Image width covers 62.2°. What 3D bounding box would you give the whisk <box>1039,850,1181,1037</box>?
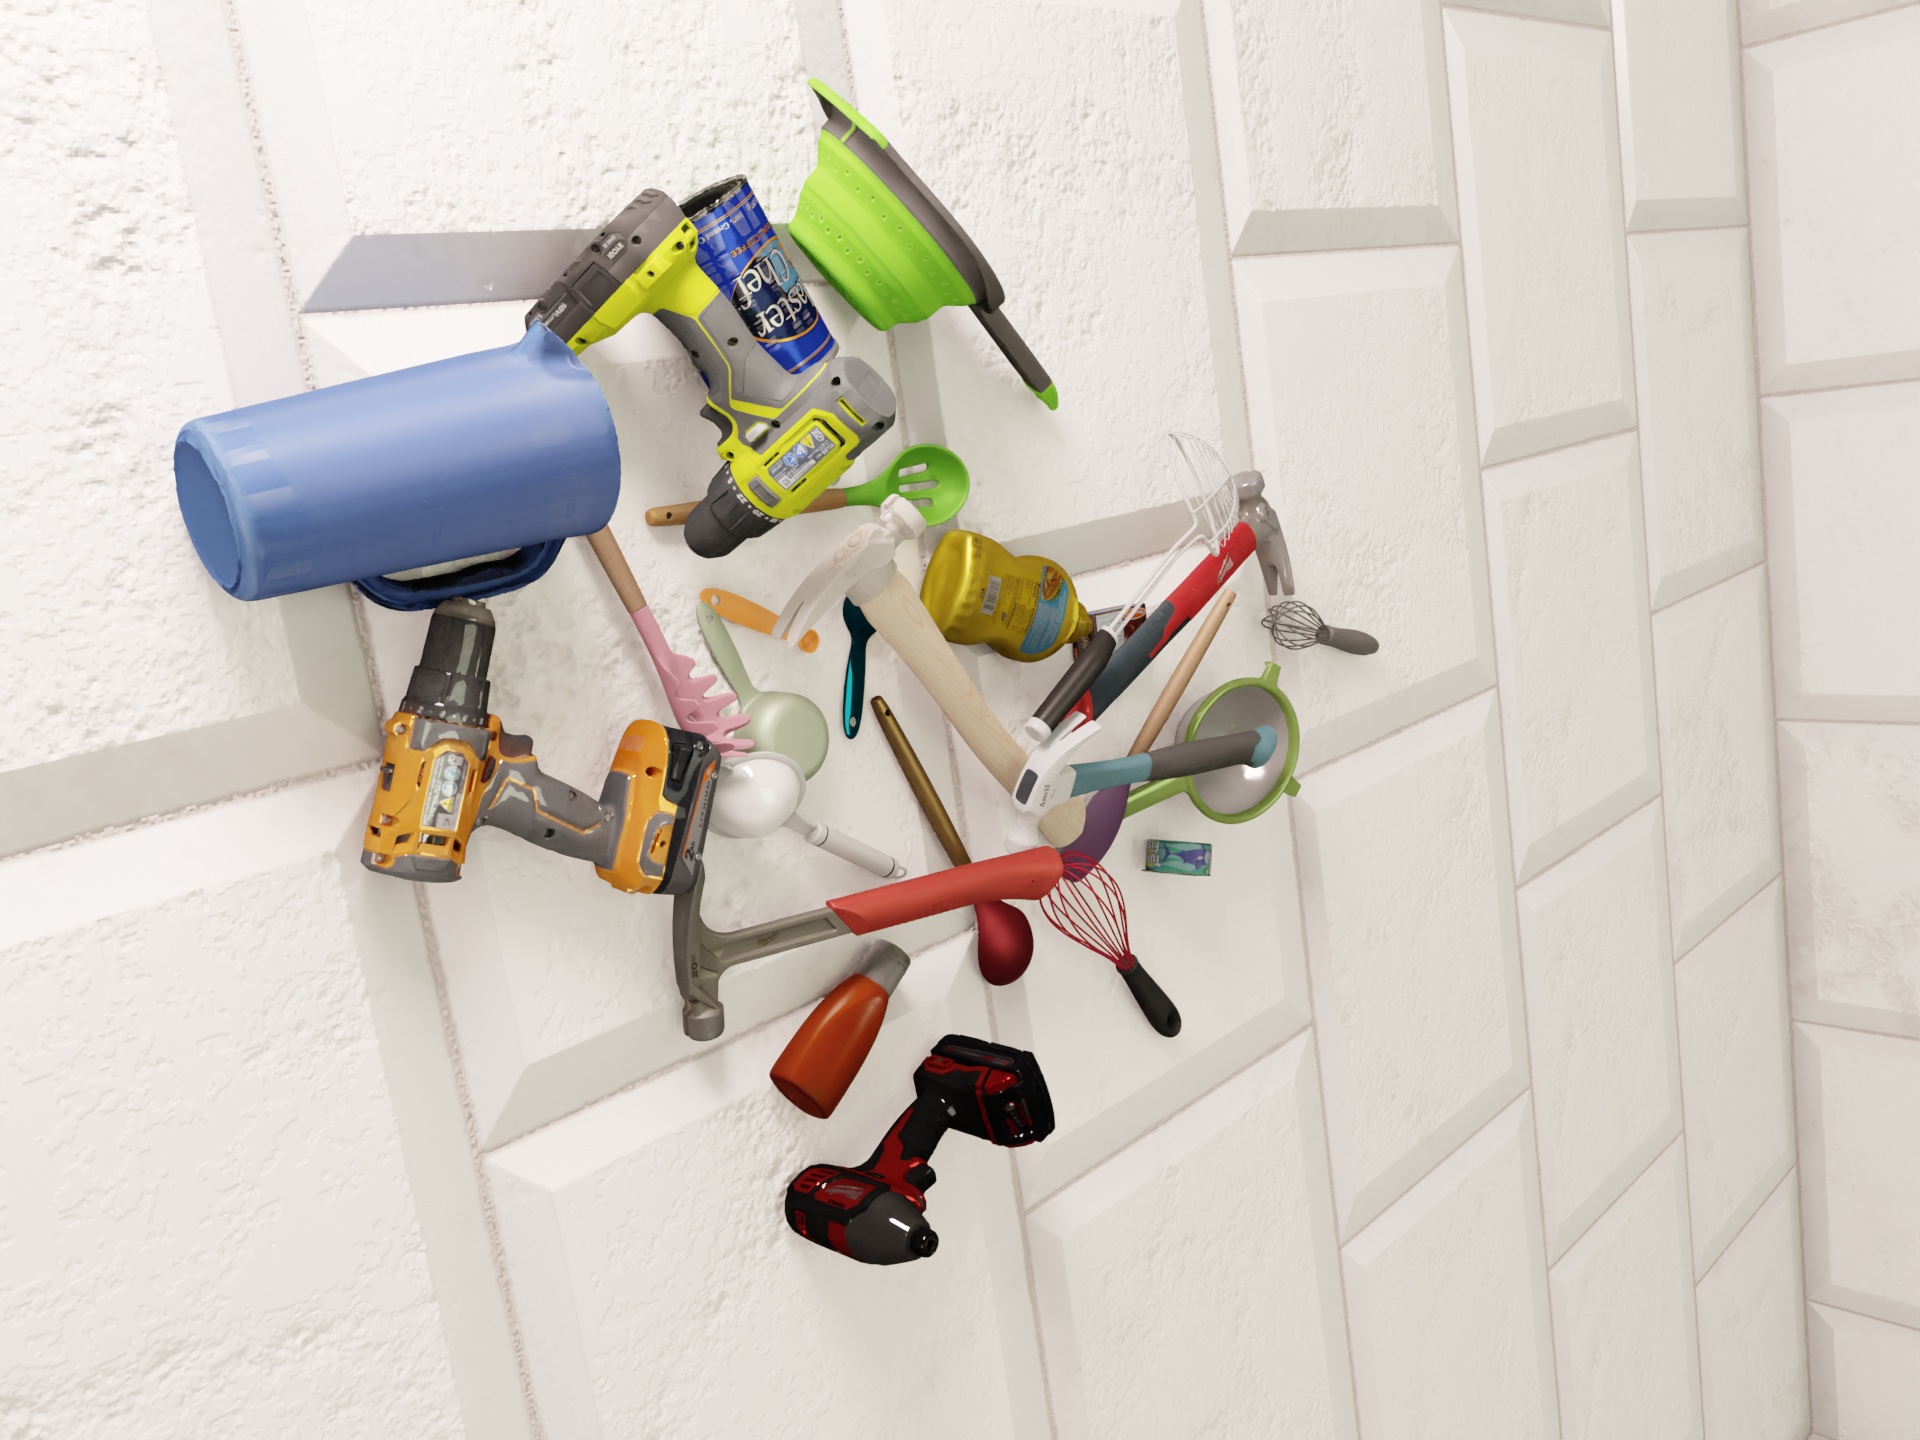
[{"bbox_3d":[0.154,0.224,1.537,0.073,0.073,0.295,-58,134,-26],"label":"whisk"}]

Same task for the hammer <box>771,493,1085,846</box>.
[{"bbox_3d":[-0.002,-0.004,1.352,0.146,0.038,0.410,-47,133,-10],"label":"hammer"}]

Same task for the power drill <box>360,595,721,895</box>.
[{"bbox_3d":[-0.279,0.025,1.082,0.226,0.084,0.185,13,86,-40],"label":"power drill"}]

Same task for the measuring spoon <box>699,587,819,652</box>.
[{"bbox_3d":[-0.158,-0.079,1.249,0.116,0.011,0.021,23,79,-39],"label":"measuring spoon"}]

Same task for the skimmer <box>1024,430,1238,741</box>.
[{"bbox_3d":[0.148,-0.122,1.459,0.363,0.090,0.127,-51,128,-23],"label":"skimmer"}]

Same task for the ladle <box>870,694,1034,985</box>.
[{"bbox_3d":[-0.006,0.110,1.395,0.069,0.031,0.315,-42,118,-31],"label":"ladle"}]

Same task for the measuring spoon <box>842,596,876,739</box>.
[{"bbox_3d":[-0.080,-0.048,1.316,0.042,0.021,0.128,9,84,-44],"label":"measuring spoon"}]

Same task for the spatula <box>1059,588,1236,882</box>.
[{"bbox_3d":[0.180,0.015,1.514,0.059,0.018,0.316,27,93,-42],"label":"spatula"}]

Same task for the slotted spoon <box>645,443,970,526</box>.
[{"bbox_3d":[-0.116,-0.178,1.274,0.313,0.031,0.070,-14,101,-41],"label":"slotted spoon"}]

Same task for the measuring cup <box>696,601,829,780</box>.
[{"bbox_3d":[-0.155,-0.021,1.231,0.083,0.038,0.167,-46,124,-33],"label":"measuring cup"}]

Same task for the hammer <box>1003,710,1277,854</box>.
[{"bbox_3d":[0.179,0.043,1.481,0.331,0.033,0.128,-8,122,-40],"label":"hammer"}]

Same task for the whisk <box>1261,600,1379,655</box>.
[{"bbox_3d":[0.410,-0.098,1.780,0.238,0.055,0.055,7,87,-49],"label":"whisk"}]

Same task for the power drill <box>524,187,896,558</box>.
[{"bbox_3d":[-0.183,-0.231,1.106,0.228,0.190,0.080,43,30,-19],"label":"power drill"}]

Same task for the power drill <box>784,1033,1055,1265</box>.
[{"bbox_3d":[-0.026,0.358,1.305,0.220,0.143,0.078,-36,118,-40],"label":"power drill"}]

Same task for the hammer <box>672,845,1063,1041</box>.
[{"bbox_3d":[-0.064,0.142,1.280,0.359,0.037,0.149,-11,112,-35],"label":"hammer"}]

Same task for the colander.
[{"bbox_3d":[-0.030,-0.342,1.303,0.094,0.205,0.396,-43,145,5],"label":"colander"}]

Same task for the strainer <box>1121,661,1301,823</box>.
[{"bbox_3d":[0.225,0.045,1.604,0.256,0.069,0.151,-23,112,-23],"label":"strainer"}]

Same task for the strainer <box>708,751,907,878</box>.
[{"bbox_3d":[-0.118,0.087,1.263,0.087,0.050,0.258,-43,140,13],"label":"strainer"}]

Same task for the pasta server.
[{"bbox_3d":[-0.237,-0.107,1.137,0.060,0.040,0.316,-74,141,-67],"label":"pasta server"}]

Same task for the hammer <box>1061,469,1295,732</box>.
[{"bbox_3d":[0.216,-0.093,1.553,0.386,0.038,0.143,-44,123,-37],"label":"hammer"}]
